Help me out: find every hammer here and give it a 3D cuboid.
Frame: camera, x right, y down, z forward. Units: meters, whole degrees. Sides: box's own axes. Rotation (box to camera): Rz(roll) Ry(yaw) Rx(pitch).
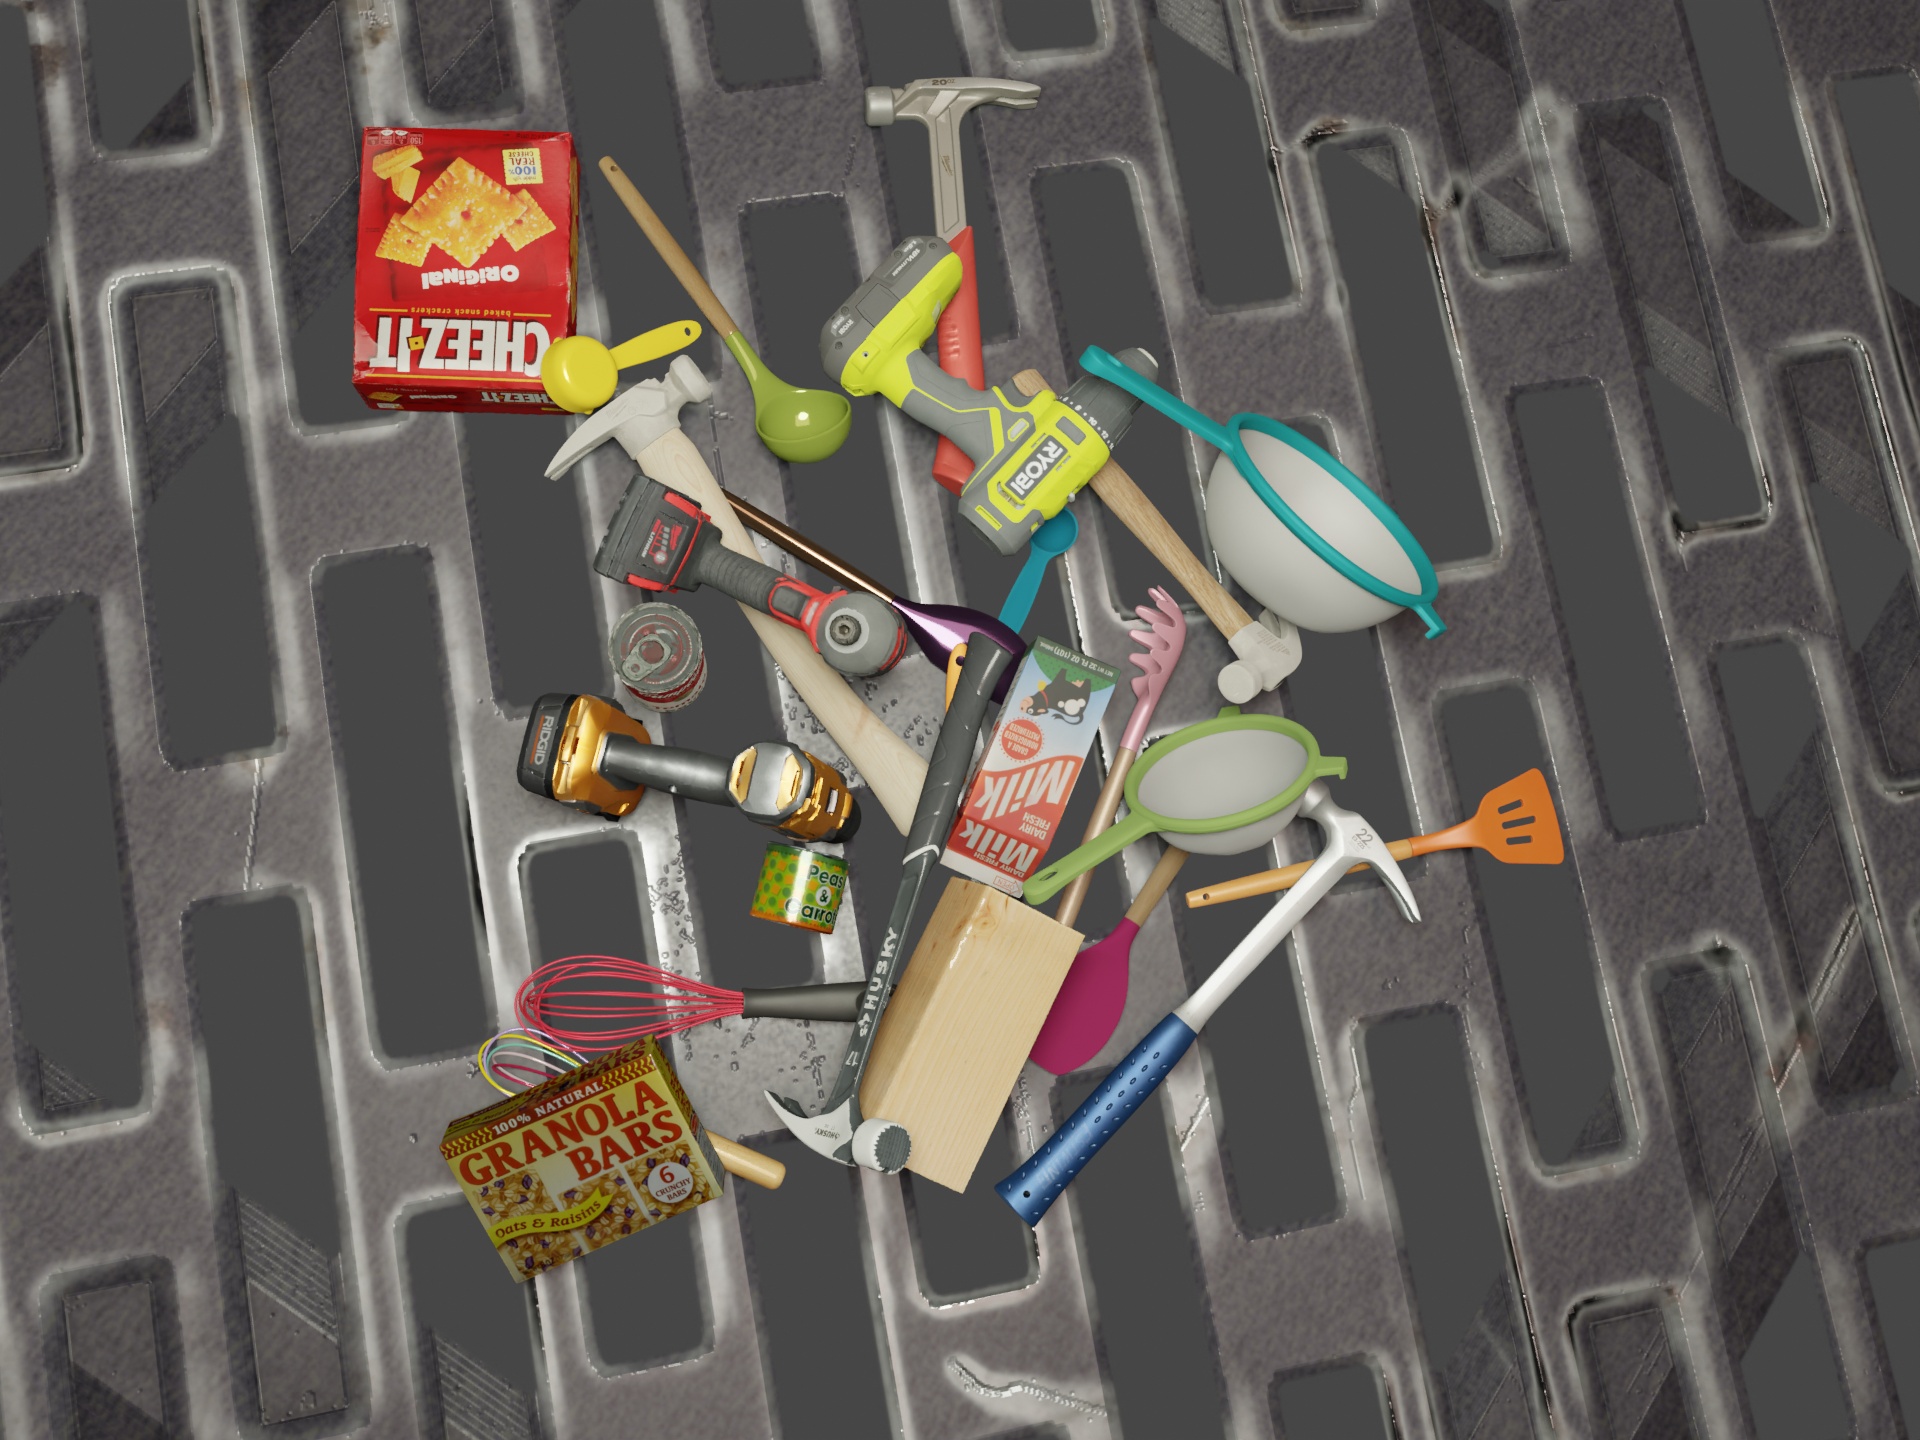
[{"bbox_3d":[0.005,-0.361,1.319,0.149,0.036,0.359,-3,81,-7],"label":"hammer"},{"bbox_3d":[0.153,-0.158,1.282,0.331,0.031,0.130,51,39,12],"label":"hammer"},{"bbox_3d":[-0.038,0.121,1.175,0.036,0.149,0.409,30,69,-35],"label":"hammer"},{"bbox_3d":[-0.156,-0.079,1.249,0.146,0.038,0.410,-35,90,2],"label":"hammer"},{"bbox_3d":[0.185,0.231,1.231,0.144,0.035,0.405,44,84,5],"label":"hammer"}]

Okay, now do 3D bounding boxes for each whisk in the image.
[{"bbox_3d":[-0.184,0.213,1.201,0.295,0.073,0.073,2,81,-12],"label":"whisk"},{"bbox_3d":[-0.246,0.297,1.187,0.245,0.047,0.051,25,97,-6],"label":"whisk"}]

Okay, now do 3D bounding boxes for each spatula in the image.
[{"bbox_3d":[0.338,0.110,1.289,0.322,0.041,0.081,-13,83,-4],"label":"spatula"},{"bbox_3d":[-0.076,-0.110,1.279,0.316,0.018,0.060,31,87,-1],"label":"spatula"}]

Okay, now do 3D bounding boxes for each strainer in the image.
[{"bbox_3d":[0.213,-0.167,1.232,0.340,0.211,0.095,28,122,-18],"label":"strainer"},{"bbox_3d":[0.162,0.087,1.204,0.256,0.152,0.069,-30,119,-16],"label":"strainer"}]

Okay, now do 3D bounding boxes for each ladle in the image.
[{"bbox_3d":[-0.197,-0.337,1.284,0.078,0.062,0.320,-33,83,-24],"label":"ladle"}]

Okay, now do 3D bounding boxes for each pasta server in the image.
[{"bbox_3d":[0.117,0.046,1.265,0.040,0.060,0.316,22,84,-10],"label":"pasta server"}]

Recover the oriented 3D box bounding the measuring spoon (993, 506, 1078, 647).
[{"bbox_3d":[0.057,-0.116,1.299,0.042,0.021,0.128,25,89,1],"label":"measuring spoon"}]

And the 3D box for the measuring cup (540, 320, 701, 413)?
[{"bbox_3d":[-0.258,-0.289,1.249,0.156,0.029,0.062,-34,111,-37],"label":"measuring cup"}]

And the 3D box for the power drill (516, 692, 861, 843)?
[{"bbox_3d":[-0.189,0.046,1.186,0.226,0.185,0.084,9,80,15],"label":"power drill"}]

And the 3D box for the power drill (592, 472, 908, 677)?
[{"bbox_3d":[-0.146,-0.096,1.160,0.219,0.143,0.078,25,93,4],"label":"power drill"}]

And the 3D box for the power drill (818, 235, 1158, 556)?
[{"bbox_3d":[0.022,-0.267,1.242,0.228,0.080,0.190,43,89,5],"label":"power drill"}]

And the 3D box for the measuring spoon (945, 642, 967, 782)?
[{"bbox_3d":[-0.002,-0.004,1.267,0.021,0.011,0.117,3,89,-3],"label":"measuring spoon"}]

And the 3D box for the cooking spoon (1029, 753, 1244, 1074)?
[{"bbox_3d":[0.151,0.139,1.265,0.068,0.017,0.319,36,80,-6],"label":"cooking spoon"}]
